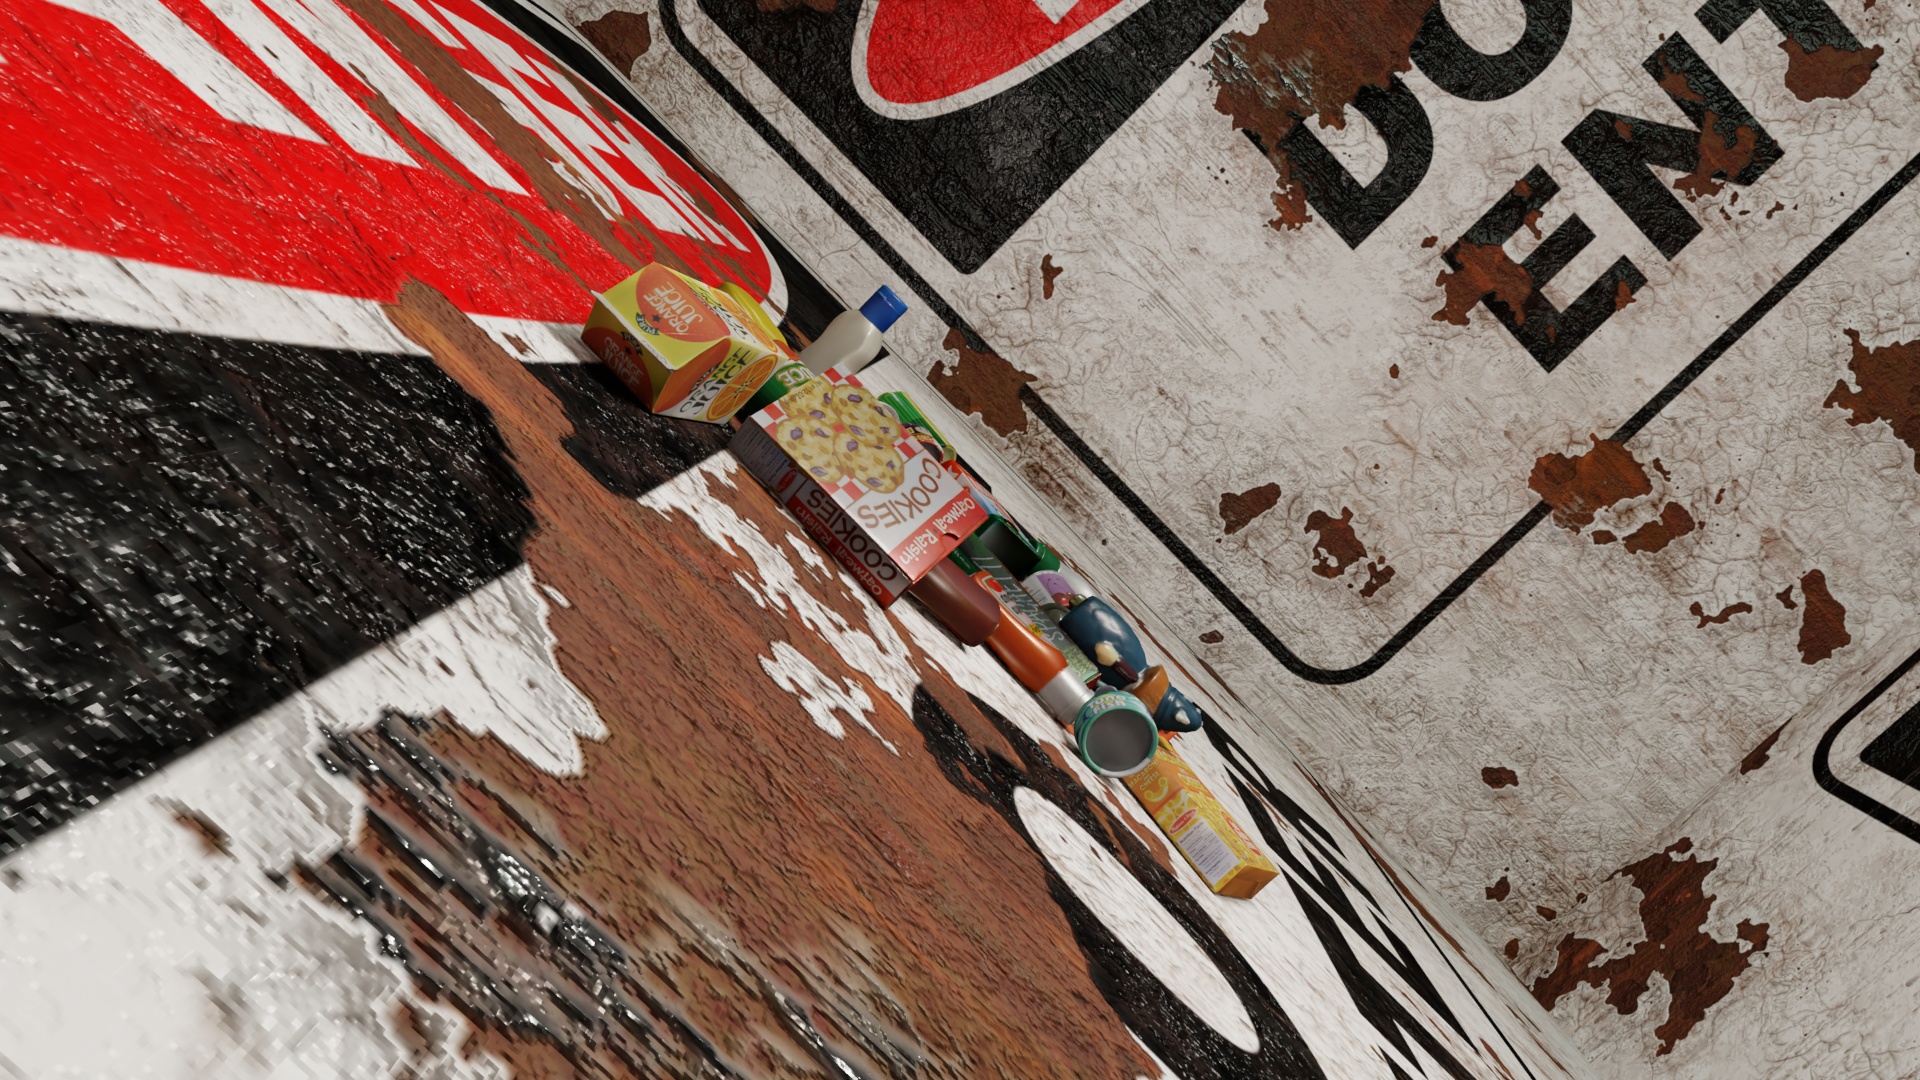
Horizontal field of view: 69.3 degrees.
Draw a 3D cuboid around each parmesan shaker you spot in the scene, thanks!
[{"bbox_3d":[-0.061,-0.123,1.659,0.103,0.071,0.071,50,8,30],"label":"parmesan shaker"}]

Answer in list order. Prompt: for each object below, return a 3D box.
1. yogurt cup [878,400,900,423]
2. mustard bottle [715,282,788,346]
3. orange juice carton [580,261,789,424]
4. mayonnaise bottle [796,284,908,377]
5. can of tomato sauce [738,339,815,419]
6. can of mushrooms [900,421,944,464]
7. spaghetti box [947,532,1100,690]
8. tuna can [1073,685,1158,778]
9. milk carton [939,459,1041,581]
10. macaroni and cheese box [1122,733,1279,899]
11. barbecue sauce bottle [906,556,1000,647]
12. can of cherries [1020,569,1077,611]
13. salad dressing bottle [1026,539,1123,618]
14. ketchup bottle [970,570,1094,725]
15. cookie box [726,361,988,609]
[{"bbox_3d":[-0.102,-0.118,1.414,0.072,0.072,0.054,40,0,-39],"label":"yogurt cup"},{"bbox_3d":[-0.196,-0.188,1.322,0.065,0.049,0.161,38,11,-45],"label":"mustard bottle"},{"bbox_3d":[-0.189,-0.133,0.944,0.072,0.073,0.193,46,7,4],"label":"orange juice carton"},{"bbox_3d":[-0.118,-0.200,1.434,0.065,0.148,0.041,49,7,28],"label":"mayonnaise bottle"},{"bbox_3d":[-0.141,-0.114,1.126,0.083,0.071,0.071,47,7,18],"label":"can of tomato sauce"},{"bbox_3d":[-0.054,-0.093,1.522,0.071,0.071,0.033,39,11,-45],"label":"can of mushrooms"},{"bbox_3d":[0.032,0.050,1.271,0.250,0.029,0.050,48,-36,20],"label":"spaghetti box"},{"bbox_3d":[0.128,0.158,1.144,0.071,0.071,0.033,44,7,-13],"label":"tuna can"},{"bbox_3d":[0.005,-0.018,1.416,0.072,0.073,0.191,42,8,-30],"label":"milk carton"},{"bbox_3d":[0.200,0.237,1.226,0.167,0.040,0.123,50,8,29],"label":"macaroni and cheese box"},{"bbox_3d":[-0.033,0.021,1.096,0.148,0.043,0.065,42,8,-23],"label":"barbecue sauce bottle"},{"bbox_3d":[0.095,0.074,1.436,0.071,0.071,0.058,39,10,-45],"label":"can of cherries"},{"bbox_3d":[0.117,0.055,1.507,0.147,0.044,0.064,42,1,-28],"label":"salad dressing bottle"},{"bbox_3d":[0.055,0.093,1.196,0.149,0.043,0.065,48,7,12],"label":"ketchup bottle"},{"bbox_3d":[-0.072,-0.044,1.031,0.167,0.040,0.123,46,38,1],"label":"cookie box"}]
